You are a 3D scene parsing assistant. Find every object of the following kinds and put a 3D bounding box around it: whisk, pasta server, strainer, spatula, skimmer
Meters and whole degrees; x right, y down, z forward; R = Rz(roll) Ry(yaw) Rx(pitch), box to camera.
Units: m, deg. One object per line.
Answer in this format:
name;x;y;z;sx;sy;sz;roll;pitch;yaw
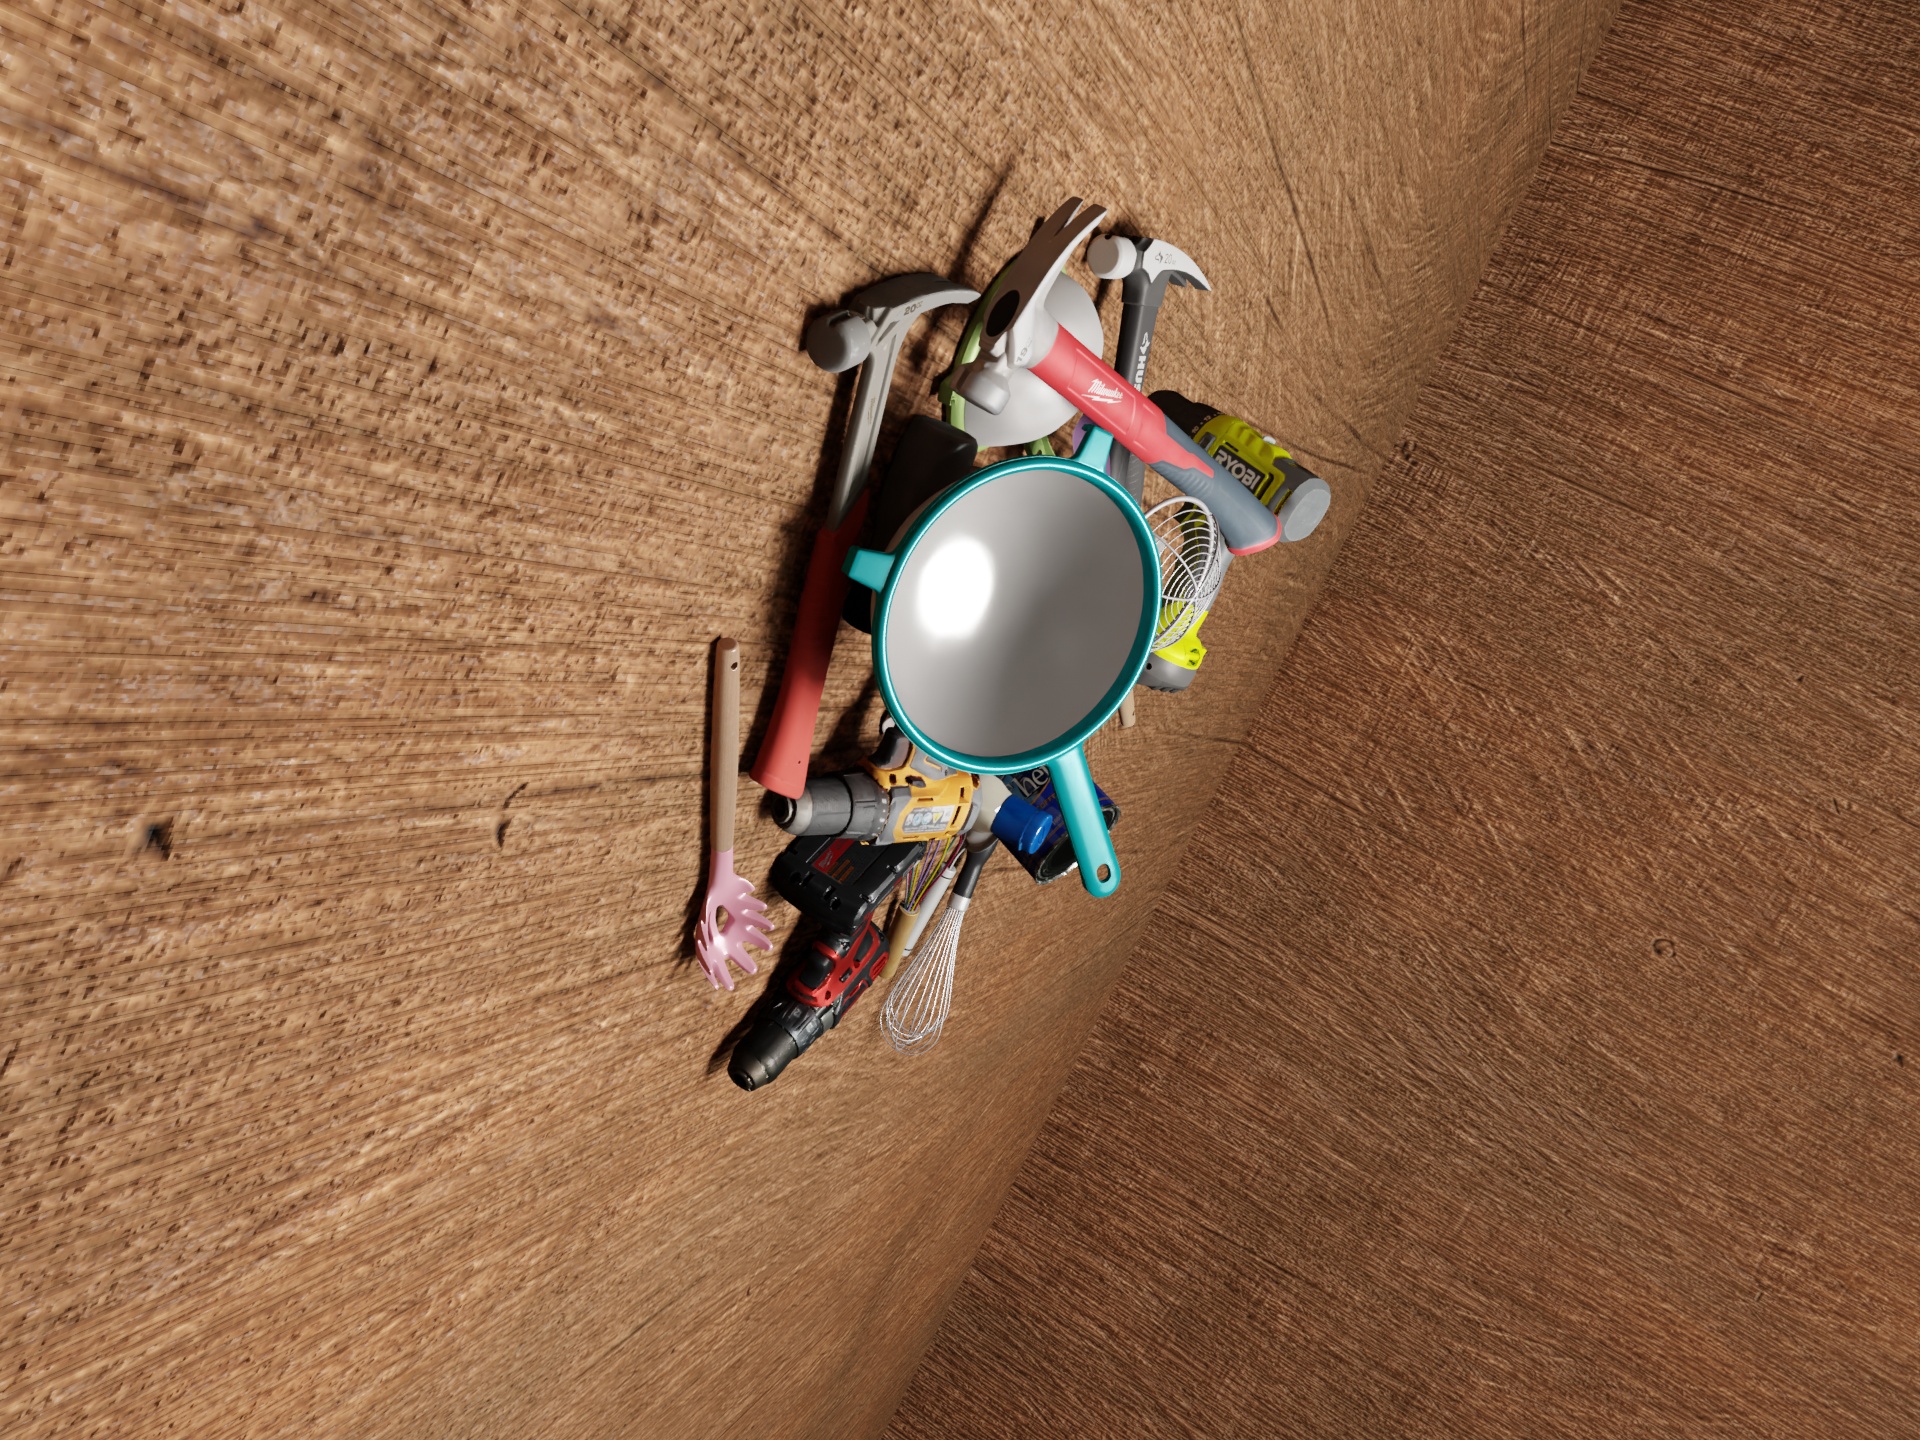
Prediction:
whisk;-0.015;0.220;1.683;0.284;0.070;0.070;-69;163;4
pasta server;-0.153;0.069;1.055;0.060;0.040;0.316;-34;149;-35
strainer;-0.012;0.143;1.584;0.258;0.050;0.087;-61;-152;17
spatula;0.118;-0.112;1.264;0.060;0.018;0.315;-58;148;-38
skimmer;0.066;-0.057;1.261;0.127;0.090;0.363;-14;168;-43
strainer;0.065;-0.230;1.159;0.151;0.069;0.256;-58;162;-10
strainer;0.039;-0.027;1.076;0.211;0.095;0.340;-30;123;-16
whisk;-0.043;0.162;1.528;0.051;0.047;0.244;-26;148;-43

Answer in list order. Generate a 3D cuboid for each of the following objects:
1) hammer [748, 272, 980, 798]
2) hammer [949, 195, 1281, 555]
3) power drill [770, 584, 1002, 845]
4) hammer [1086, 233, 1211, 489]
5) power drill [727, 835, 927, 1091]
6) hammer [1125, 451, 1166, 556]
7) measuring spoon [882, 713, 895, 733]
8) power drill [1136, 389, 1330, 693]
hammer;-0.077;-0.103;1.006;0.149;0.037;0.358;-39;152;-52
hammer;0.143;-0.216;1.129;0.386;0.038;0.143;24;100;-52
power drill;-0.037;-0.008;1.167;0.185;0.084;0.226;-1;120;-45
hammer;0.126;-0.212;1.269;0.146;0.035;0.334;-16;120;-53
power drill;-0.115;0.187;1.295;0.188;0.080;0.226;-46;160;-41
hammer;0.163;-0.198;1.564;0.128;0.033;0.330;-54;162;-21
measuring spoon;-0.002;-0.004;1.268;0.034;0.124;0.018;70;17;-46
power drill;0.186;-0.158;1.373;0.080;0.191;0.228;6;121;-52
